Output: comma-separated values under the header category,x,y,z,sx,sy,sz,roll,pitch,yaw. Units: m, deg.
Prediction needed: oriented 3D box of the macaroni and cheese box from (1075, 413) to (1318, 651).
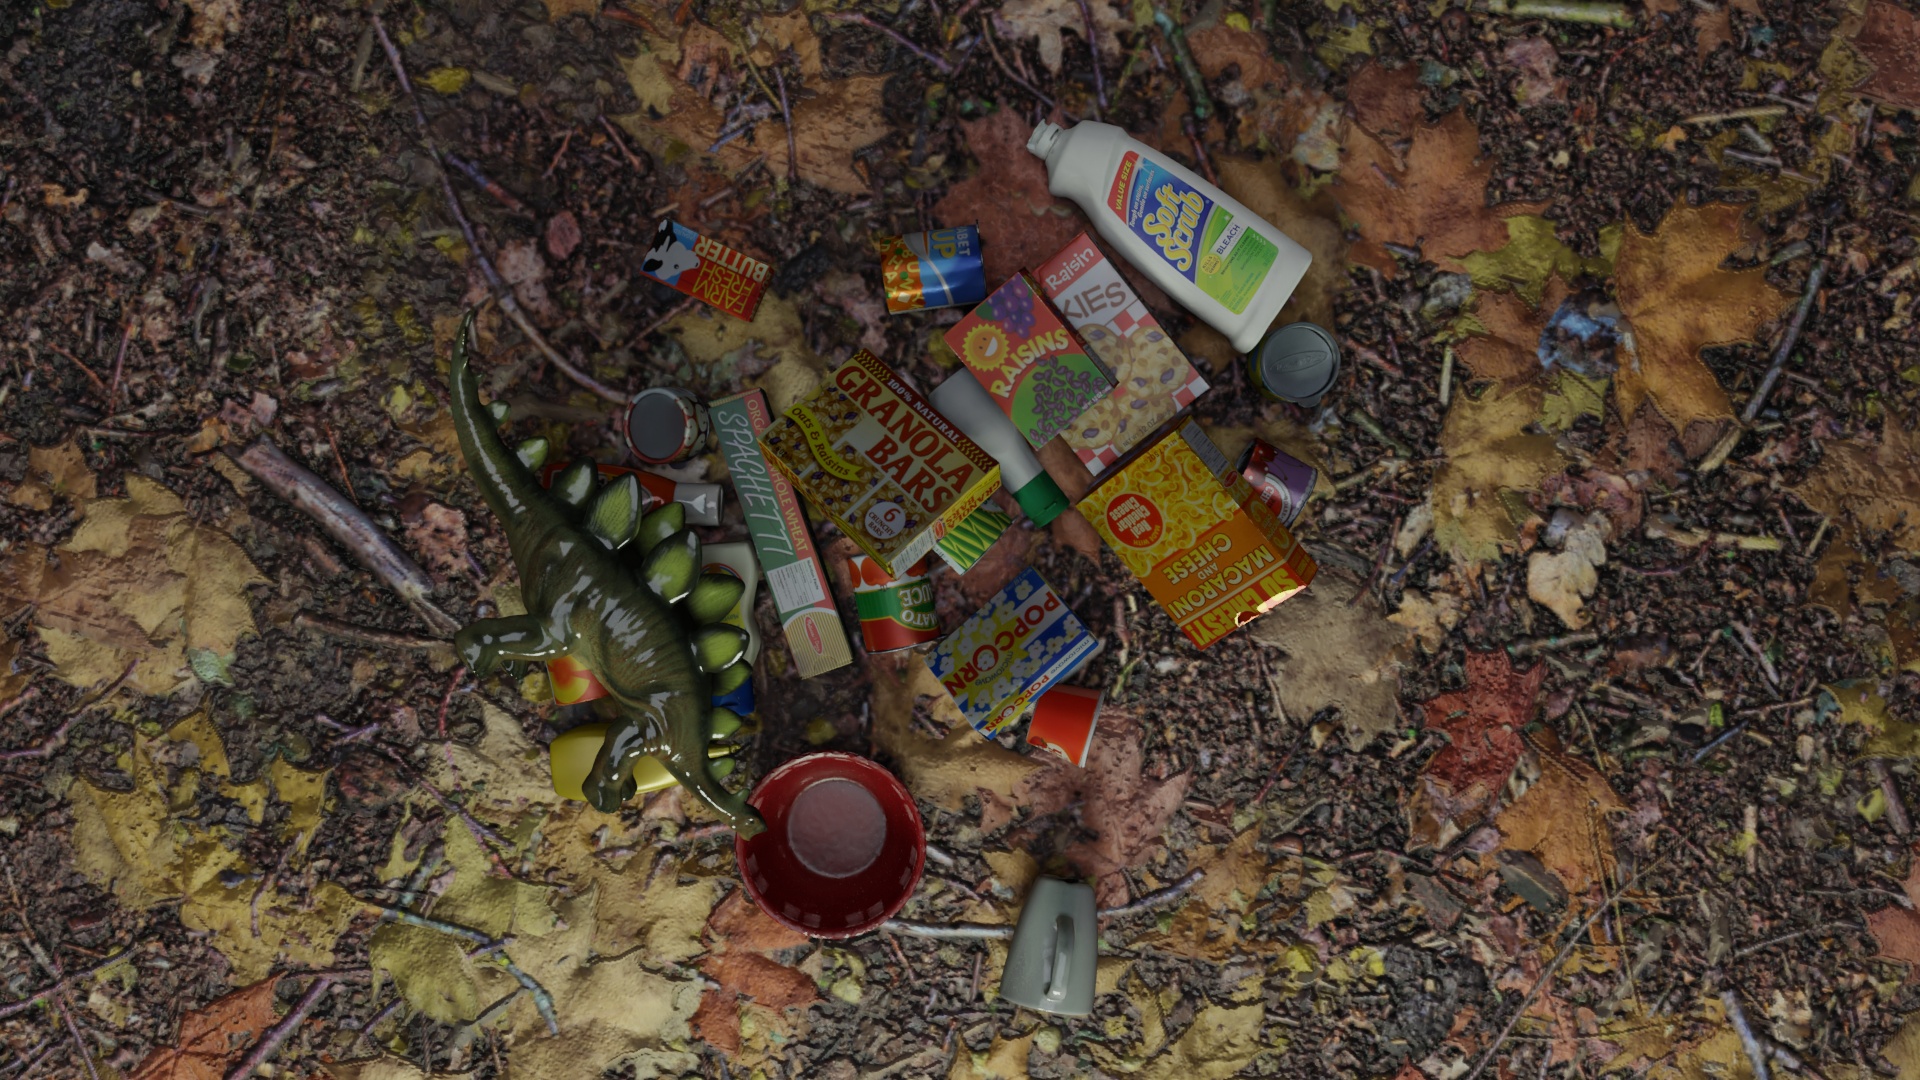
category,x,y,z,sx,sy,sz,roll,pitch,yaw
macaroni and cheese box,0.194,-0.003,1.154,0.166,0.040,0.123,49,129,-2

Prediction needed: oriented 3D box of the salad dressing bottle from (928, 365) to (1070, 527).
category,x,y,z,sx,sy,sz,roll,pitch,yaw
salad dressing bottle,0.034,-0.078,1.181,0.064,0.044,0.147,-38,93,-4

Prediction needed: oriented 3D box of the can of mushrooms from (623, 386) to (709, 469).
category,x,y,z,sx,sy,sz,roll,pitch,yaw
can of mushrooms,-0.249,-0.095,1.176,0.071,0.033,0.071,2,95,20

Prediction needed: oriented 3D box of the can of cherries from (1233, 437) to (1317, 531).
category,x,y,z,sx,sy,sz,roll,pitch,yaw
can of cherries,0.257,-0.044,1.167,0.058,0.071,0.071,29,93,-1

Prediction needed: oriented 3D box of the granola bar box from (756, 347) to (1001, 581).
category,x,y,z,sx,sy,sz,roll,pitch,yaw
granola bar box,-0.067,-0.066,1.137,0.124,0.039,0.166,-42,68,-15

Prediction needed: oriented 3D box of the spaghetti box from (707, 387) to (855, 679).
category,x,y,z,sx,sy,sz,roll,pitch,yaw
spaghetti box,-0.153,-0.007,1.192,0.050,0.029,0.250,-18,93,2

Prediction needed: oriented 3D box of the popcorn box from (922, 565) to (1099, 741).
category,x,y,z,sx,sy,sz,roll,pitch,yaw
popcorn box,0.042,0.094,1.171,0.126,0.038,0.085,-41,54,3

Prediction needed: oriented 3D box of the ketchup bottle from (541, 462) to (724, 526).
category,x,y,z,sx,sy,sz,roll,pitch,yaw
ketchup bottle,-0.278,-0.033,1.185,0.149,0.043,0.064,2,89,0

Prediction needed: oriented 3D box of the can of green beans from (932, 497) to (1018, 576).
category,x,y,z,sx,sy,sz,roll,pitch,yaw
can of green beans,0.003,-0.013,1.173,0.058,0.071,0.071,44,93,-2

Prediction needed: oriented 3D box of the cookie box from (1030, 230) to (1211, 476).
category,x,y,z,sx,sy,sz,roll,pitch,yaw
cookie box,0.110,-0.157,1.165,0.122,0.040,0.167,-38,93,15

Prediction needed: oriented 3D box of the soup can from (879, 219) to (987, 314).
category,x,y,z,sx,sy,sz,roll,pitch,yaw
soup can,-0.022,-0.229,1.160,0.084,0.071,0.071,-7,93,1

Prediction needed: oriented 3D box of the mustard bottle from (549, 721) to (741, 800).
category,x,y,z,sx,sy,sz,roll,pitch,yaw
mustard bottle,-0.267,0.186,1.193,0.160,0.049,0.065,-4,94,0

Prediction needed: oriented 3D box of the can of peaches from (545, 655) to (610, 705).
category,x,y,z,sx,sy,sz,roll,pitch,yaw
can of peaches,-0.316,0.103,1.179,0.071,0.071,0.058,-12,94,1

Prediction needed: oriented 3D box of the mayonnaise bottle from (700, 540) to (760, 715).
category,x,y,z,sx,sy,sz,roll,pitch,yaw
mayonnaise bottle,-0.201,0.075,1.191,0.065,0.041,0.148,-5,92,1

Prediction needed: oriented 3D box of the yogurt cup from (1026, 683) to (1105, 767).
category,x,y,z,sx,sy,sz,roll,pitch,yaw
yogurt cup,0.089,0.153,1.183,0.054,0.072,0.072,16,93,8

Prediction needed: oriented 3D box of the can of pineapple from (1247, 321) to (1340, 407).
category,x,y,z,sx,sy,sz,roll,pitch,yaw
can of pineapple,0.279,-0.147,1.168,0.071,0.058,0.071,0,93,1

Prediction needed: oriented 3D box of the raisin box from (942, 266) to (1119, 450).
category,x,y,z,sx,sy,sz,roll,pitch,yaw
raisin box,0.058,-0.148,1.135,0.086,0.040,0.123,-39,94,19

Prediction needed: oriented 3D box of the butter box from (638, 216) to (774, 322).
category,x,y,z,sx,sy,sz,roll,pitch,yaw
butter box,-0.216,-0.230,1.183,0.103,0.024,0.053,25,92,-1

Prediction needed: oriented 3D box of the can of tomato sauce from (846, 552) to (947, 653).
category,x,y,z,sx,sy,sz,roll,pitch,yaw
can of tomato sauce,-0.054,0.047,1.175,0.071,0.071,0.083,-12,93,1
